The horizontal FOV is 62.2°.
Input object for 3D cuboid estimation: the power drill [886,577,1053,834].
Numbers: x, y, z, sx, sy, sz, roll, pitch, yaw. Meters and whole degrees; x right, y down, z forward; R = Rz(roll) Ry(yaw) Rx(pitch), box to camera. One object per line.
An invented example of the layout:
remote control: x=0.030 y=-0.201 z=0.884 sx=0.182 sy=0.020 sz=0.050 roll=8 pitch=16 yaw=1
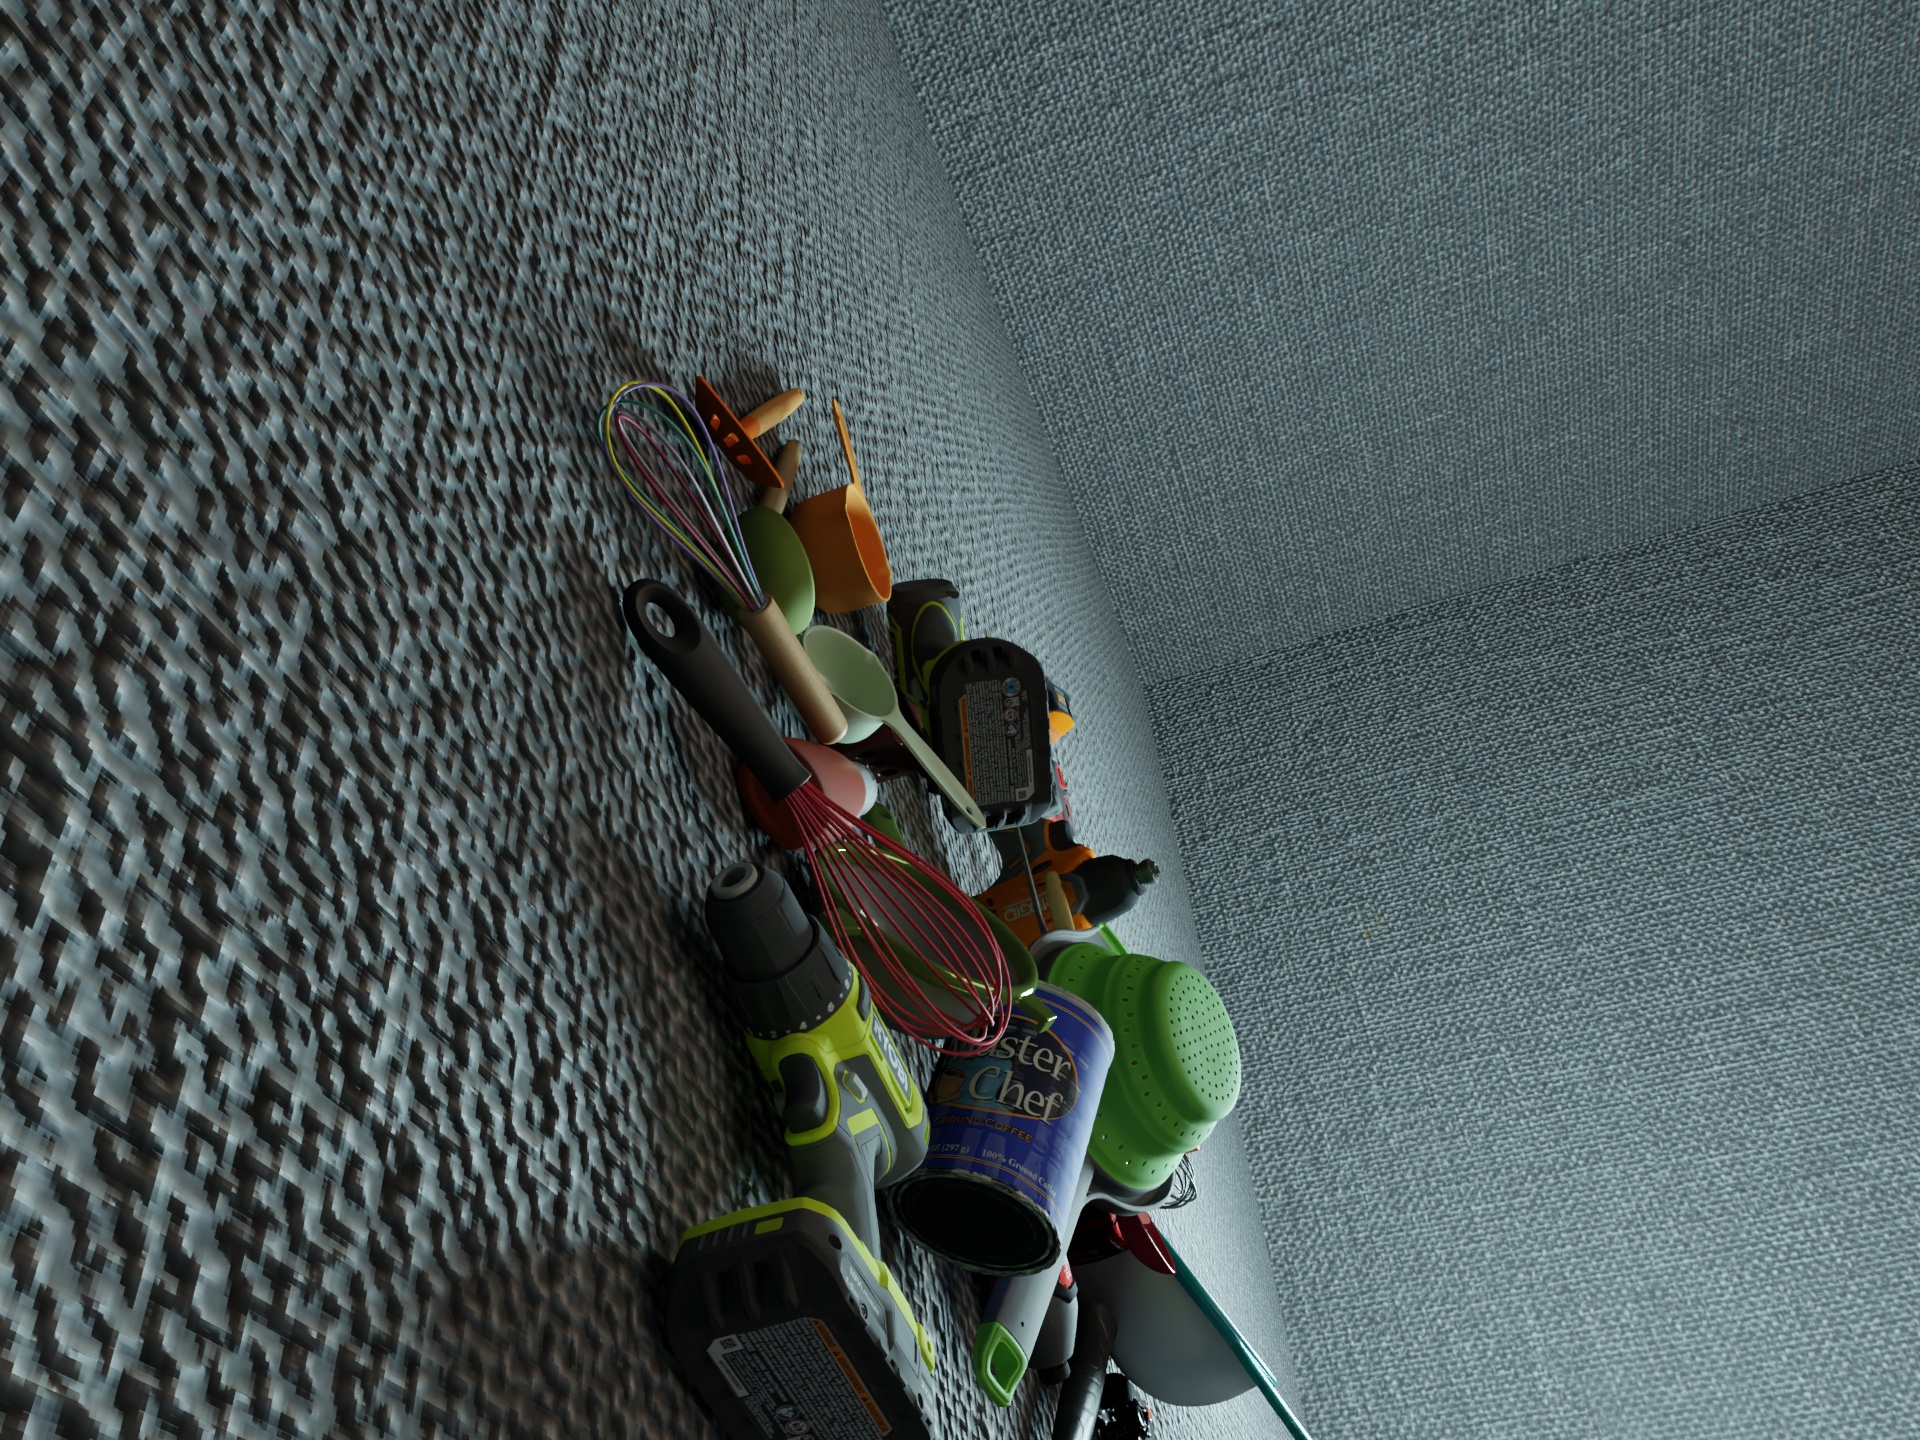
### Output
power drill: x=-0.002 y=-0.004 z=1.181 sx=0.223 sy=0.080 sz=0.171 roll=-136 pitch=-141 yaw=-70

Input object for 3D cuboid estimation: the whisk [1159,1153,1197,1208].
whisk: x=0.103 y=0.304 z=1.290 sx=0.239 sy=0.055 sz=0.055 roll=47 pitch=11 yaw=3

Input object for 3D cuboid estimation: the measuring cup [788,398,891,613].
measuring cup: x=-0.097 y=-0.156 z=1.152 sx=0.095 sy=0.052 sz=0.174 roll=53 pitch=21 yaw=-61

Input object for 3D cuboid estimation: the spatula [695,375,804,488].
spatula: x=-0.131 y=-0.206 z=1.076 sx=0.081 sy=0.041 sz=0.323 roll=52 pitch=14 yaw=-12

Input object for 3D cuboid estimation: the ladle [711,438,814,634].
ladle: x=-0.113 y=-0.137 z=1.033 sx=0.320 sy=0.062 sz=0.078 roll=-89 pitch=175 yaw=-65

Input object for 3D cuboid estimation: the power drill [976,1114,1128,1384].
power drill: x=0.062 y=0.361 z=1.120 sx=0.219 sy=0.078 sz=0.143 roll=-3 pitch=76 yaw=-76

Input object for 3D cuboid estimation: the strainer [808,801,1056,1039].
strainer: x=-0.045 y=0.122 z=0.974 sx=0.151 sy=0.069 sz=0.257 roll=26 pitch=11 yaw=-19

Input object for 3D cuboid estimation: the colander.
colander: x=0.105 y=0.271 z=1.040 sx=0.204 sy=0.094 sz=0.397 roll=56 pitch=32 yaw=-15

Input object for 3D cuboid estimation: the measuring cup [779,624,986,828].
measuring cup: x=-0.050 y=0.014 z=1.006 sx=0.167 sy=0.038 sz=0.083 roll=48 pitch=25 yaw=0

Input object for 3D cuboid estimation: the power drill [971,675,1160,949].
power drill: x=0.067 y=0.075 z=1.328 sx=0.084 sy=0.164 sz=0.227 roll=31 pitch=41 yaw=-62

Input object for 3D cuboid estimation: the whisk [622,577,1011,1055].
whisk: x=-0.072 y=0.049 z=0.798 sx=0.295 sy=0.073 sz=0.073 roll=52 pitch=14 yaw=-7

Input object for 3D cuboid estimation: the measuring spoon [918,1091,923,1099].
measuring spoon: x=-0.017 y=0.277 z=0.989 sx=0.034 sy=0.018 sz=0.124 roll=-78 pitch=151 yaw=-68

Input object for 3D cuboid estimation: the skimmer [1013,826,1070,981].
skimmer: x=0.022 y=0.116 z=1.233 sx=0.127 sy=0.090 sz=0.364 roll=96 pitch=-16 yaw=-61

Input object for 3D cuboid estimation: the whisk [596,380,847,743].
whisk: x=-0.124 y=-0.076 z=0.857 sx=0.047 sy=0.051 sz=0.244 roll=-87 pitch=154 yaw=-50

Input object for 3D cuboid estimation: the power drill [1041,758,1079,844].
power drill: x=0.073 y=0.100 z=1.566 sx=0.226 sy=0.080 sz=0.188 roll=58 pitch=19 yaw=-63

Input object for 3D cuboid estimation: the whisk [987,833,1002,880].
whisk: x=0.032 y=0.100 z=1.434 sx=0.058 sy=0.059 sz=0.246 roll=-25 pitch=95 yaw=-51

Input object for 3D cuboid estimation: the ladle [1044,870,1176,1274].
ladle: x=0.104 y=0.258 z=1.196 sx=0.069 sy=0.031 sz=0.316 roll=56 pitch=19 yaw=-62

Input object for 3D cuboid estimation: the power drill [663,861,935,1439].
power drill: x=-0.070 y=0.190 z=0.707 sx=0.229 sy=0.080 sz=0.190 roll=-94 pitch=164 yaw=-58

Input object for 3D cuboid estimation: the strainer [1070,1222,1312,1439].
strainer: x=0.170 y=0.489 z=1.221 sx=0.210 sy=0.095 sz=0.341 roll=54 pitch=-5 yaw=-22

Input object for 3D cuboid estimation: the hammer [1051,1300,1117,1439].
hammer: x=0.072 y=0.485 z=1.040 sx=0.335 sy=0.035 sz=0.146 roll=-39 pitch=111 yaw=-75
